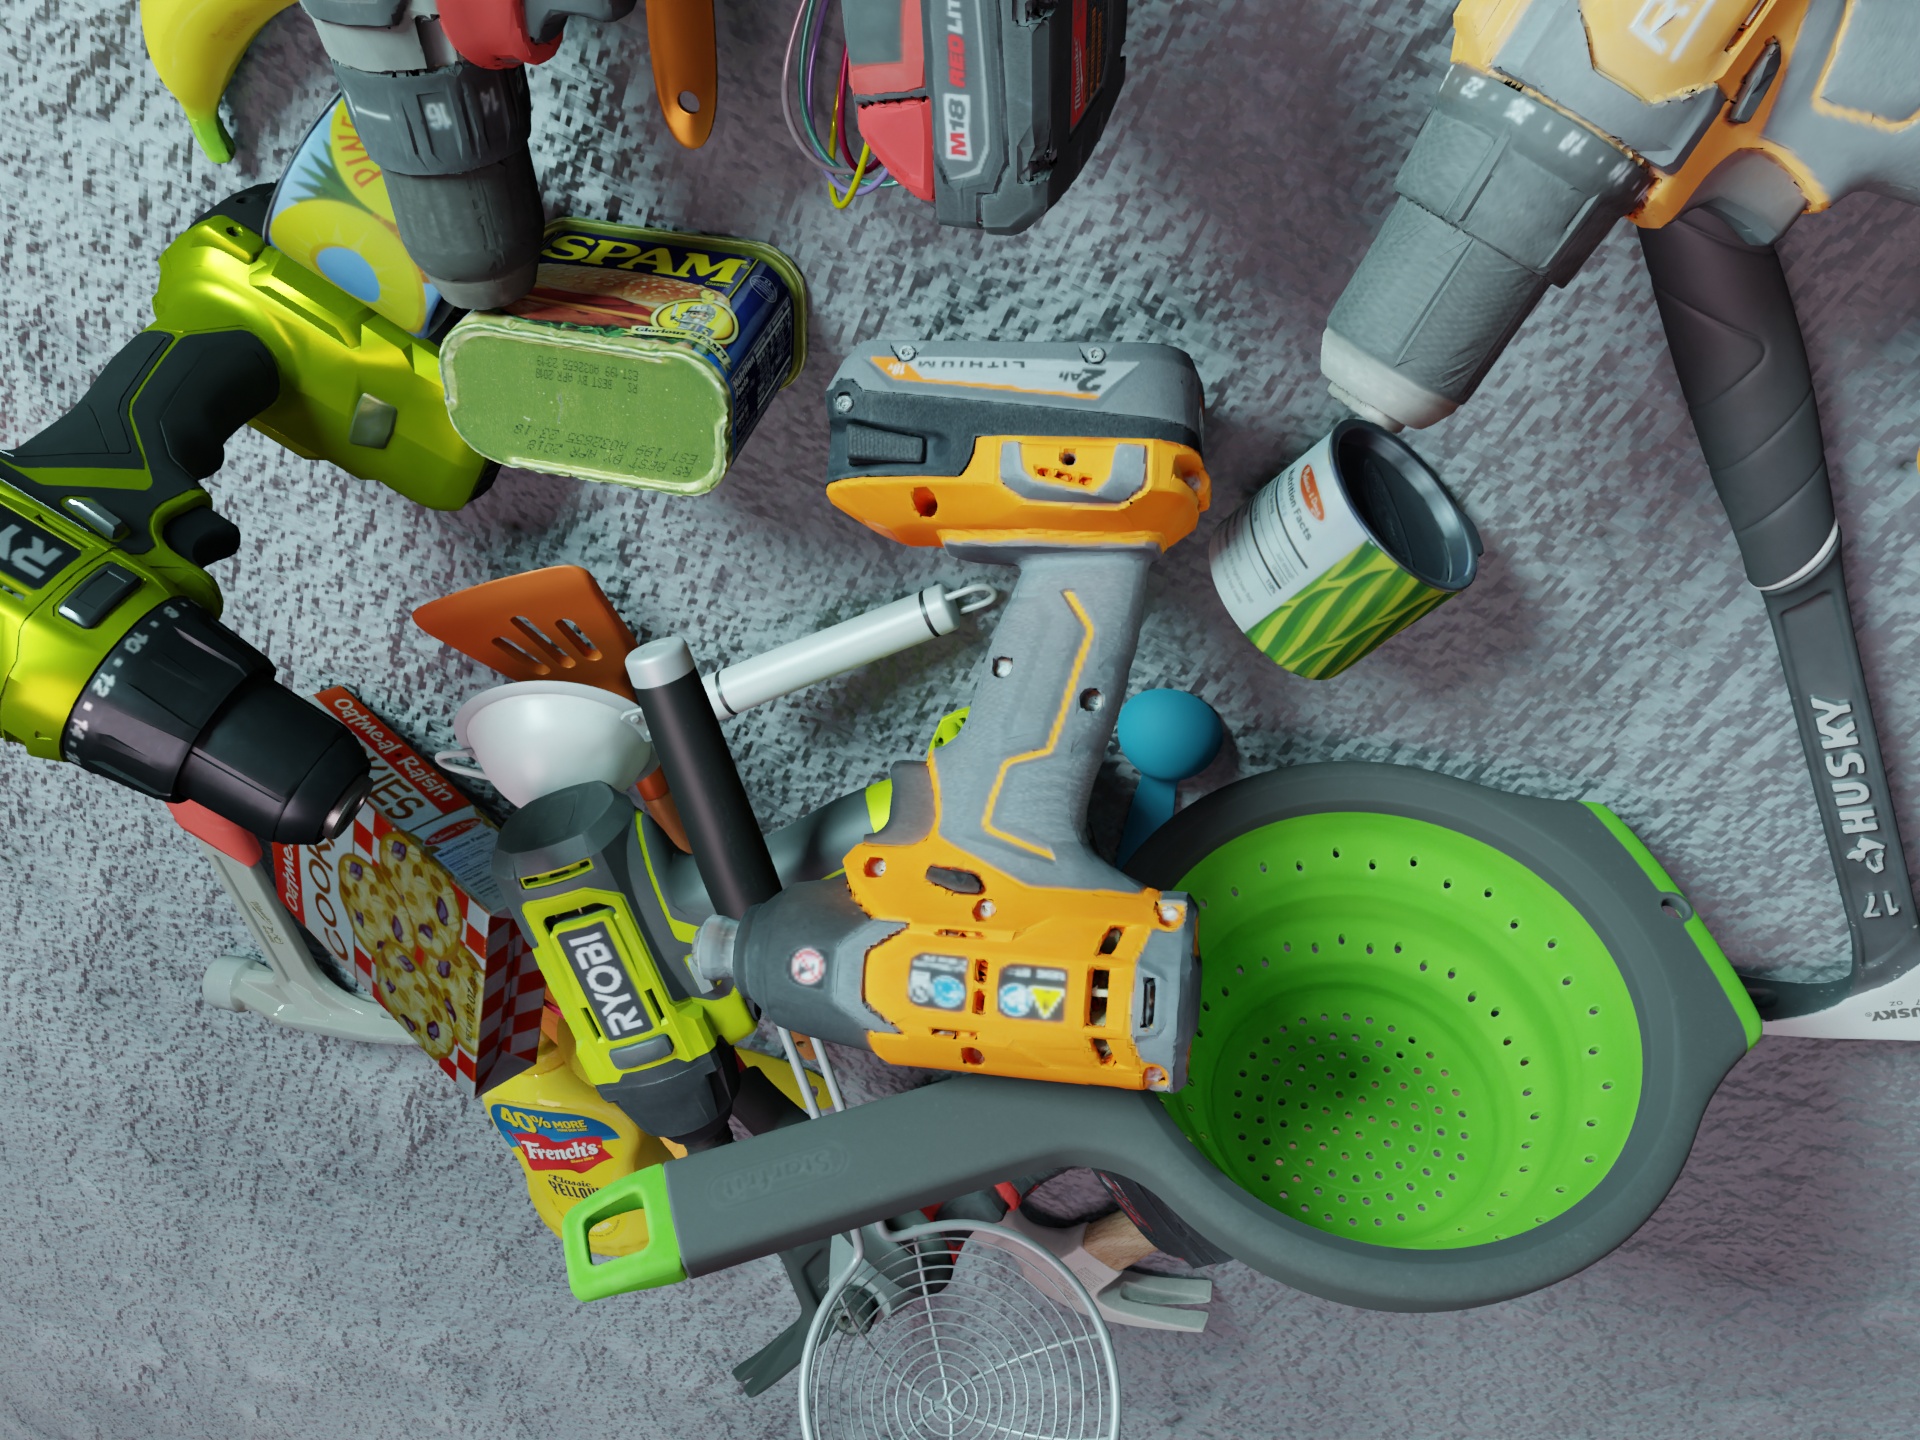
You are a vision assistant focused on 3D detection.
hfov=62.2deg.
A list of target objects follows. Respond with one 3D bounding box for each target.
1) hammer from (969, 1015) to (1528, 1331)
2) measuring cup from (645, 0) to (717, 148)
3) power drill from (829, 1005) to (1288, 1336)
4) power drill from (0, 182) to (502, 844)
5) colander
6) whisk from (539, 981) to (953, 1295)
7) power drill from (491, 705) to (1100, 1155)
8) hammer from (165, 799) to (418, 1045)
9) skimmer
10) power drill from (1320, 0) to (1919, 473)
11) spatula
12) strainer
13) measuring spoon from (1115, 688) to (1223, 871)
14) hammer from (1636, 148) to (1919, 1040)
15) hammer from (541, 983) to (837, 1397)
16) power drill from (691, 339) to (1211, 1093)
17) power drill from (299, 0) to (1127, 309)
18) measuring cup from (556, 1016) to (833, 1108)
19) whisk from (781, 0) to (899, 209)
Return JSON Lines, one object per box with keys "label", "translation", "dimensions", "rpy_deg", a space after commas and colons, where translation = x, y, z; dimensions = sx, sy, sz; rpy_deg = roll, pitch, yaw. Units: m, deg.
{"label": "hammer", "translation": [0.142, 0.225, 0.781], "dimensions": [0.130, 0.031, 0.331], "rpy_deg": [37, 132, -11]}
{"label": "measuring cup", "translation": [-0.070, -0.250, 0.440], "dimensions": [0.095, 0.052, 0.173], "rpy_deg": [14, 136, 8]}
{"label": "power drill", "translation": [0.033, 0.208, 0.731], "dimensions": [0.219, 0.143, 0.078], "rpy_deg": [-28, 103, 34]}
{"label": "power drill", "translation": [-0.244, -0.073, 0.533], "dimensions": [0.190, 0.229, 0.080], "rpy_deg": [32, 133, -8]}
{"label": "colander", "translation": [0.067, 0.141, 0.556], "dimensions": [0.397, 0.205, 0.094], "rpy_deg": [-15, 141, -9]}
{"label": "whisk", "translation": [-0.113, 0.154, 0.725], "dimensions": [0.296, 0.073, 0.073], "rpy_deg": [37, 138, 25]}
{"label": "power drill", "translation": [-0.051, 0.085, 0.638], "dimensions": [0.223, 0.080, 0.171], "rpy_deg": [-17, 116, 4]}
{"label": "hammer", "translation": [-0.385, 0.036, 0.813], "dimensions": [0.149, 0.037, 0.358], "rpy_deg": [5, 131, 17]}
{"label": "skimmer", "translation": [-0.036, 0.143, 0.572], "dimensions": [0.090, 0.127, 0.363], "rpy_deg": [18, 130, 58]}
{"label": "power drill", "translation": [0.217, -0.117, 0.387], "dimensions": [0.226, 0.084, 0.185], "rpy_deg": [27, 112, -10]}
{"label": "spatula", "translation": [-0.131, 0.056, 0.731], "dimensions": [0.081, 0.041, 0.322], "rpy_deg": [-13, 125, 15]}
{"label": "strainer", "translation": [-0.104, -0.006, 0.638], "dimensions": [0.258, 0.050, 0.086], "rpy_deg": [-20, 143, 15]}
{"label": "measuring spoon", "translation": [0.077, 0.042, 0.653], "dimensions": [0.042, 0.021, 0.128], "rpy_deg": [14, 131, 9]}
{"label": "hammer", "translation": [0.265, -0.037, 0.508], "dimensions": [0.149, 0.036, 0.408], "rpy_deg": [-13, 123, 30]}
{"label": "hammer", "translation": [-0.164, 0.207, 0.840], "dimensions": [0.336, 0.127, 0.034], "rpy_deg": [53, 164, -18]}
{"label": "power drill", "translation": [-0.001, -0.002, 0.512], "dimensions": [0.164, 0.084, 0.226], "rpy_deg": [3, 86, 11]}
{"label": "power drill", "translation": [-0.075, -0.185, 0.415], "dimensions": [0.227, 0.080, 0.187], "rpy_deg": [12, 136, 14]}
{"label": "measuring cup", "translation": [-0.130, 0.176, 0.817], "dimensions": [0.156, 0.062, 0.029], "rpy_deg": [23, 174, -21]}
{"label": "whisk", "translation": [-0.006, -0.251, 0.421], "dimensions": [0.051, 0.047, 0.244], "rpy_deg": [22, 130, 3]}
